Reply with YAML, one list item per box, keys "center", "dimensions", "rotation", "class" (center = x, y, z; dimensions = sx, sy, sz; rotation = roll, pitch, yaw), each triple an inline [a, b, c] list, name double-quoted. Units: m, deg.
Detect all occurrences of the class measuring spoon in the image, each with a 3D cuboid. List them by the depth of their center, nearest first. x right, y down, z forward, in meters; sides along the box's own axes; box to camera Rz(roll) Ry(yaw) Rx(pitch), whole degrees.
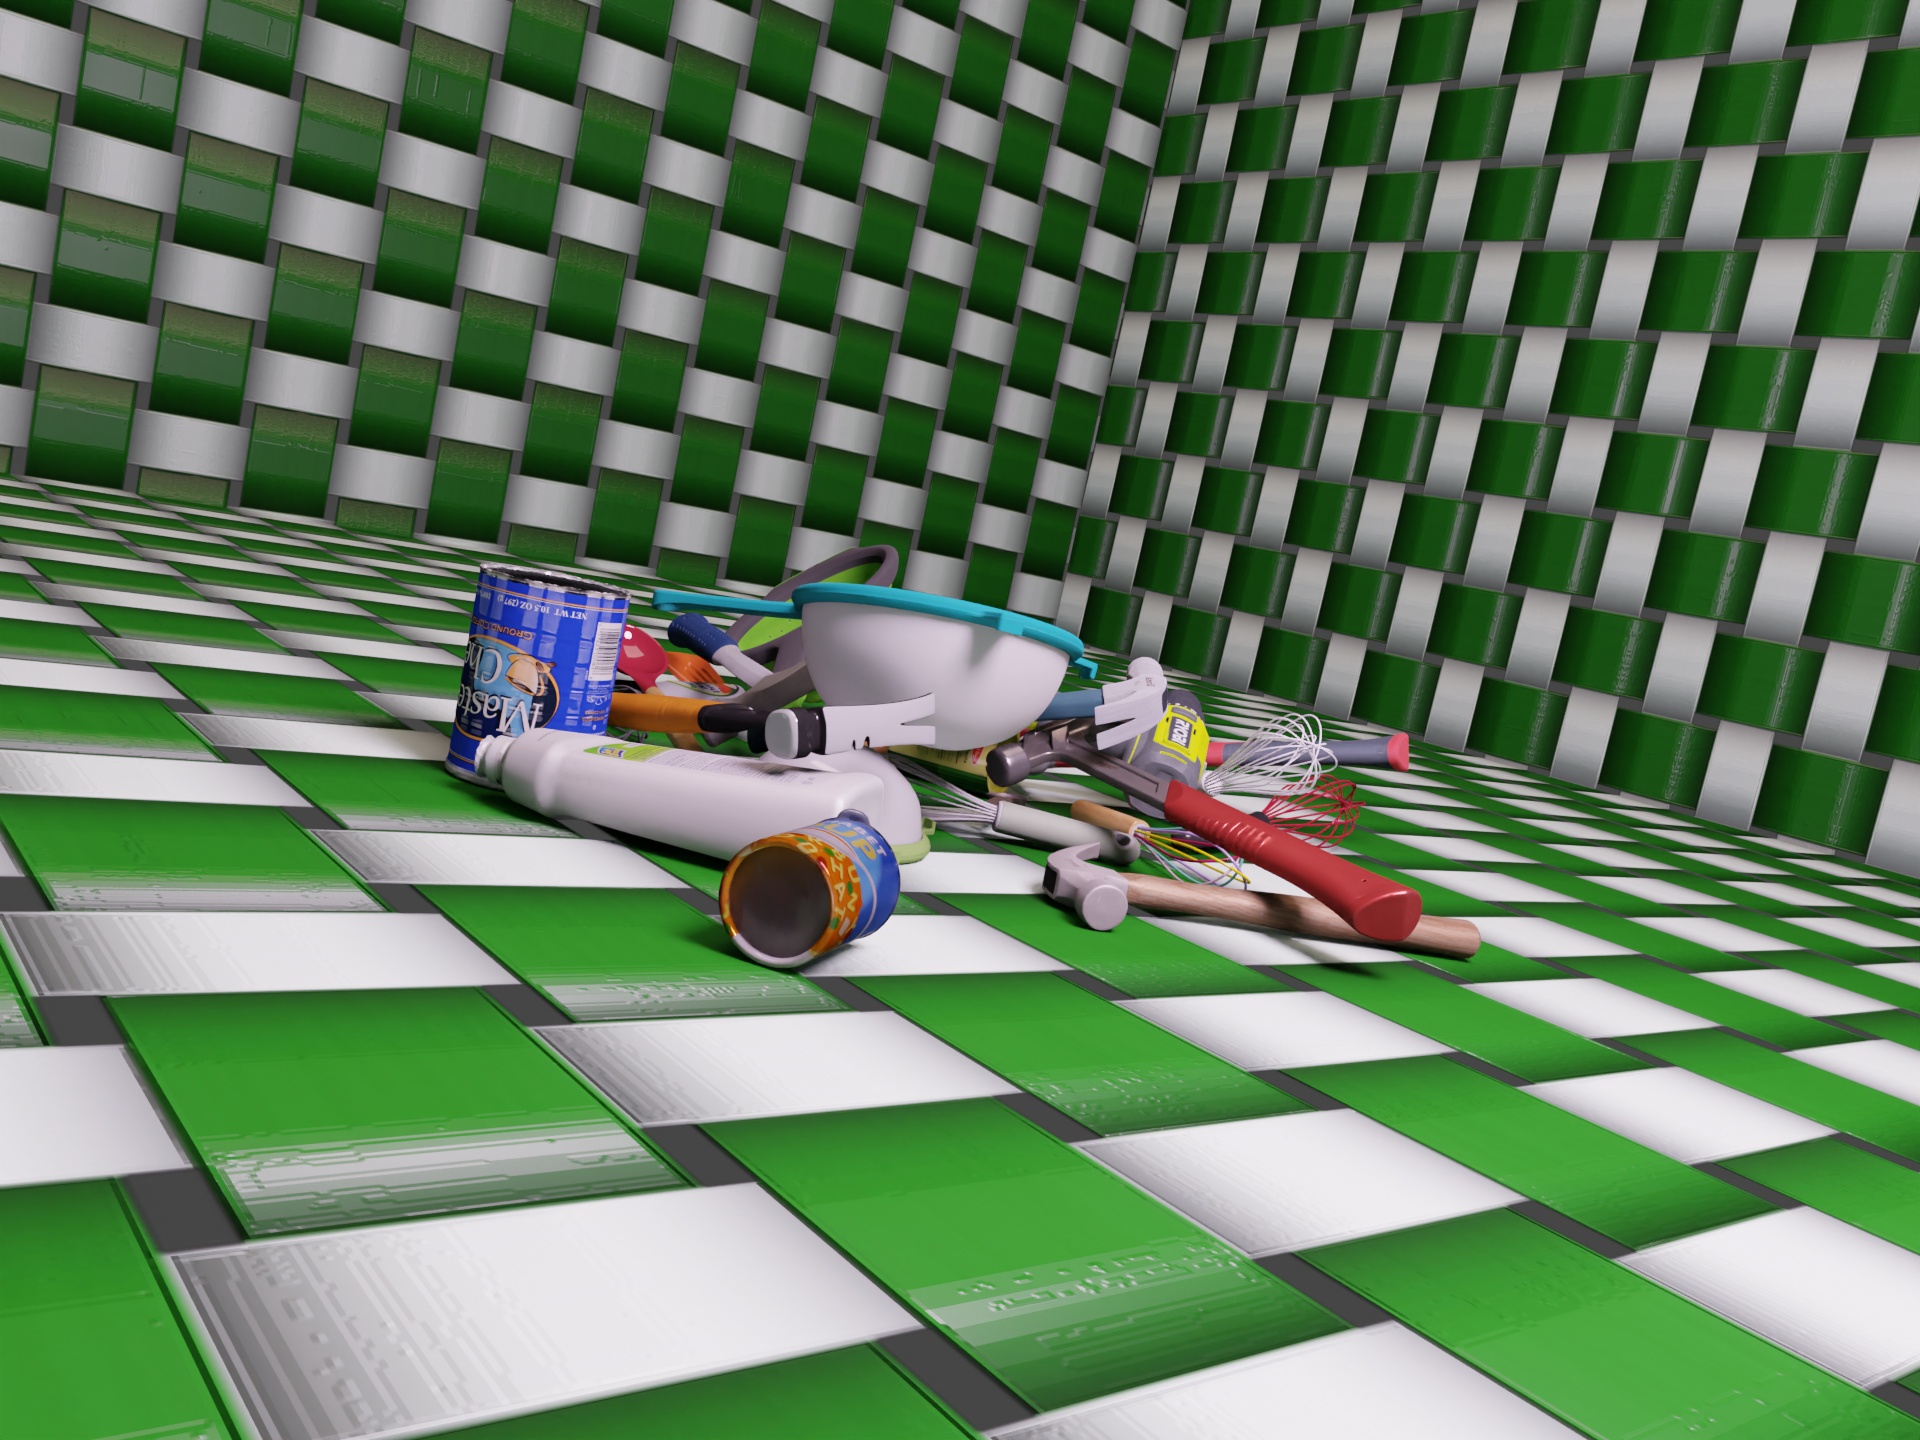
- center: [0.032, 0.074, 1.304]
  dimensions: [0.034, 0.018, 0.124]
  rotation: [7, 5, 9]
  class: "measuring spoon"

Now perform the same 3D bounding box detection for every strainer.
- center: [-0.139, 0.035, 1.120]
  dimensions: [0.256, 0.069, 0.151]
  rotation: [14, 7, 8]
  class: "strainer"
- center: [-0.082, -0.037, 1.151]
  dimensions: [0.340, 0.095, 0.211]
  rotation: [8, -5, 21]
  class: "strainer"

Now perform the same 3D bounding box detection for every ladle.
- center: [-0.245, -0.012, 1.306]
  dimensions: [0.069, 0.031, 0.316]
  rotation: [11, 18, -30]
  class: "ladle"

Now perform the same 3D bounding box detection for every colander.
- center: [-0.132, -0.052, 1.500]
  dimensions: [0.204, 0.094, 0.397]
  rotation: [-26, 20, 10]
  class: "colander"

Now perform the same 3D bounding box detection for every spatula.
- center: [-0.169, -0.011, 1.577]
  dimensions: [0.323, 0.041, 0.081]
  rotation: [17, 8, 30]
  class: "spatula"

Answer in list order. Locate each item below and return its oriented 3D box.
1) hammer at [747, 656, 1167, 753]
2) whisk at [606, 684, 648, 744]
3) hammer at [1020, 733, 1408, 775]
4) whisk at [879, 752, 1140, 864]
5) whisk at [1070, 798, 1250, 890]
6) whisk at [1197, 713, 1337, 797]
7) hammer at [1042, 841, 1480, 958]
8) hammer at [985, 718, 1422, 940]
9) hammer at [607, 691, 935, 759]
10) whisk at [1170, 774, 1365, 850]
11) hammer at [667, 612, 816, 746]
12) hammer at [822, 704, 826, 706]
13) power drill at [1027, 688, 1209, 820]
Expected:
- center: [-0.002, -0.004, 1.252]
  dimensions: [0.331, 0.033, 0.128]
  rotation: [-5, 19, 4]
  class: "hammer"
- center: [-0.316, -0.010, 1.314]
  dimensions: [0.055, 0.055, 0.239]
  rotation: [7, 3, -37]
  class: "whisk"
- center: [0.237, 0.033, 1.533]
  dimensions: [0.386, 0.038, 0.143]
  rotation: [0, -3, -3]
  class: "hammer"
- center: [0.021, 0.072, 1.223]
  dimensions: [0.246, 0.059, 0.058]
  rotation: [15, 43, -6]
  class: "whisk"
- center: [0.154, 0.093, 1.281]
  dimensions: [0.047, 0.051, 0.245]
  rotation: [2, 7, -26]
  class: "whisk"
- center: [0.235, 0.052, 1.401]
  dimensions: [0.070, 0.070, 0.284]
  rotation: [9, -16, -20]
  class: "whisk"
- center: [0.213, 0.131, 1.106]
  dimensions: [0.331, 0.031, 0.130]
  rotation: [10, 7, -18]
  class: "hammer"
- center: [0.183, 0.066, 1.144]
  dimensions: [0.149, 0.036, 0.359]
  rotation: [-19, 29, -33]
  class: "hammer"
- center: [-0.169, -0.004, 1.098]
  dimensions: [0.127, 0.034, 0.337]
  rotation: [-6, 7, -44]
  class: "hammer"
- center: [0.281, 0.092, 1.447]
  dimensions: [0.073, 0.073, 0.295]
  rotation: [18, 15, 40]
  class: "whisk"
- center: [-0.198, -0.057, 1.398]
  dimensions: [0.144, 0.035, 0.406]
  rotation: [-28, 18, -13]
  class: "hammer"
- center: [-0.065, -0.029, 1.497]
  dimensions: [0.146, 0.038, 0.410]
  rotation: [-29, 2, 11]
  class: "hammer"
- center: [0.112, -0.011, 1.404]
  dimensions: [0.228, 0.080, 0.191]
  rotation: [24, 26, 2]
  class: "power drill"
